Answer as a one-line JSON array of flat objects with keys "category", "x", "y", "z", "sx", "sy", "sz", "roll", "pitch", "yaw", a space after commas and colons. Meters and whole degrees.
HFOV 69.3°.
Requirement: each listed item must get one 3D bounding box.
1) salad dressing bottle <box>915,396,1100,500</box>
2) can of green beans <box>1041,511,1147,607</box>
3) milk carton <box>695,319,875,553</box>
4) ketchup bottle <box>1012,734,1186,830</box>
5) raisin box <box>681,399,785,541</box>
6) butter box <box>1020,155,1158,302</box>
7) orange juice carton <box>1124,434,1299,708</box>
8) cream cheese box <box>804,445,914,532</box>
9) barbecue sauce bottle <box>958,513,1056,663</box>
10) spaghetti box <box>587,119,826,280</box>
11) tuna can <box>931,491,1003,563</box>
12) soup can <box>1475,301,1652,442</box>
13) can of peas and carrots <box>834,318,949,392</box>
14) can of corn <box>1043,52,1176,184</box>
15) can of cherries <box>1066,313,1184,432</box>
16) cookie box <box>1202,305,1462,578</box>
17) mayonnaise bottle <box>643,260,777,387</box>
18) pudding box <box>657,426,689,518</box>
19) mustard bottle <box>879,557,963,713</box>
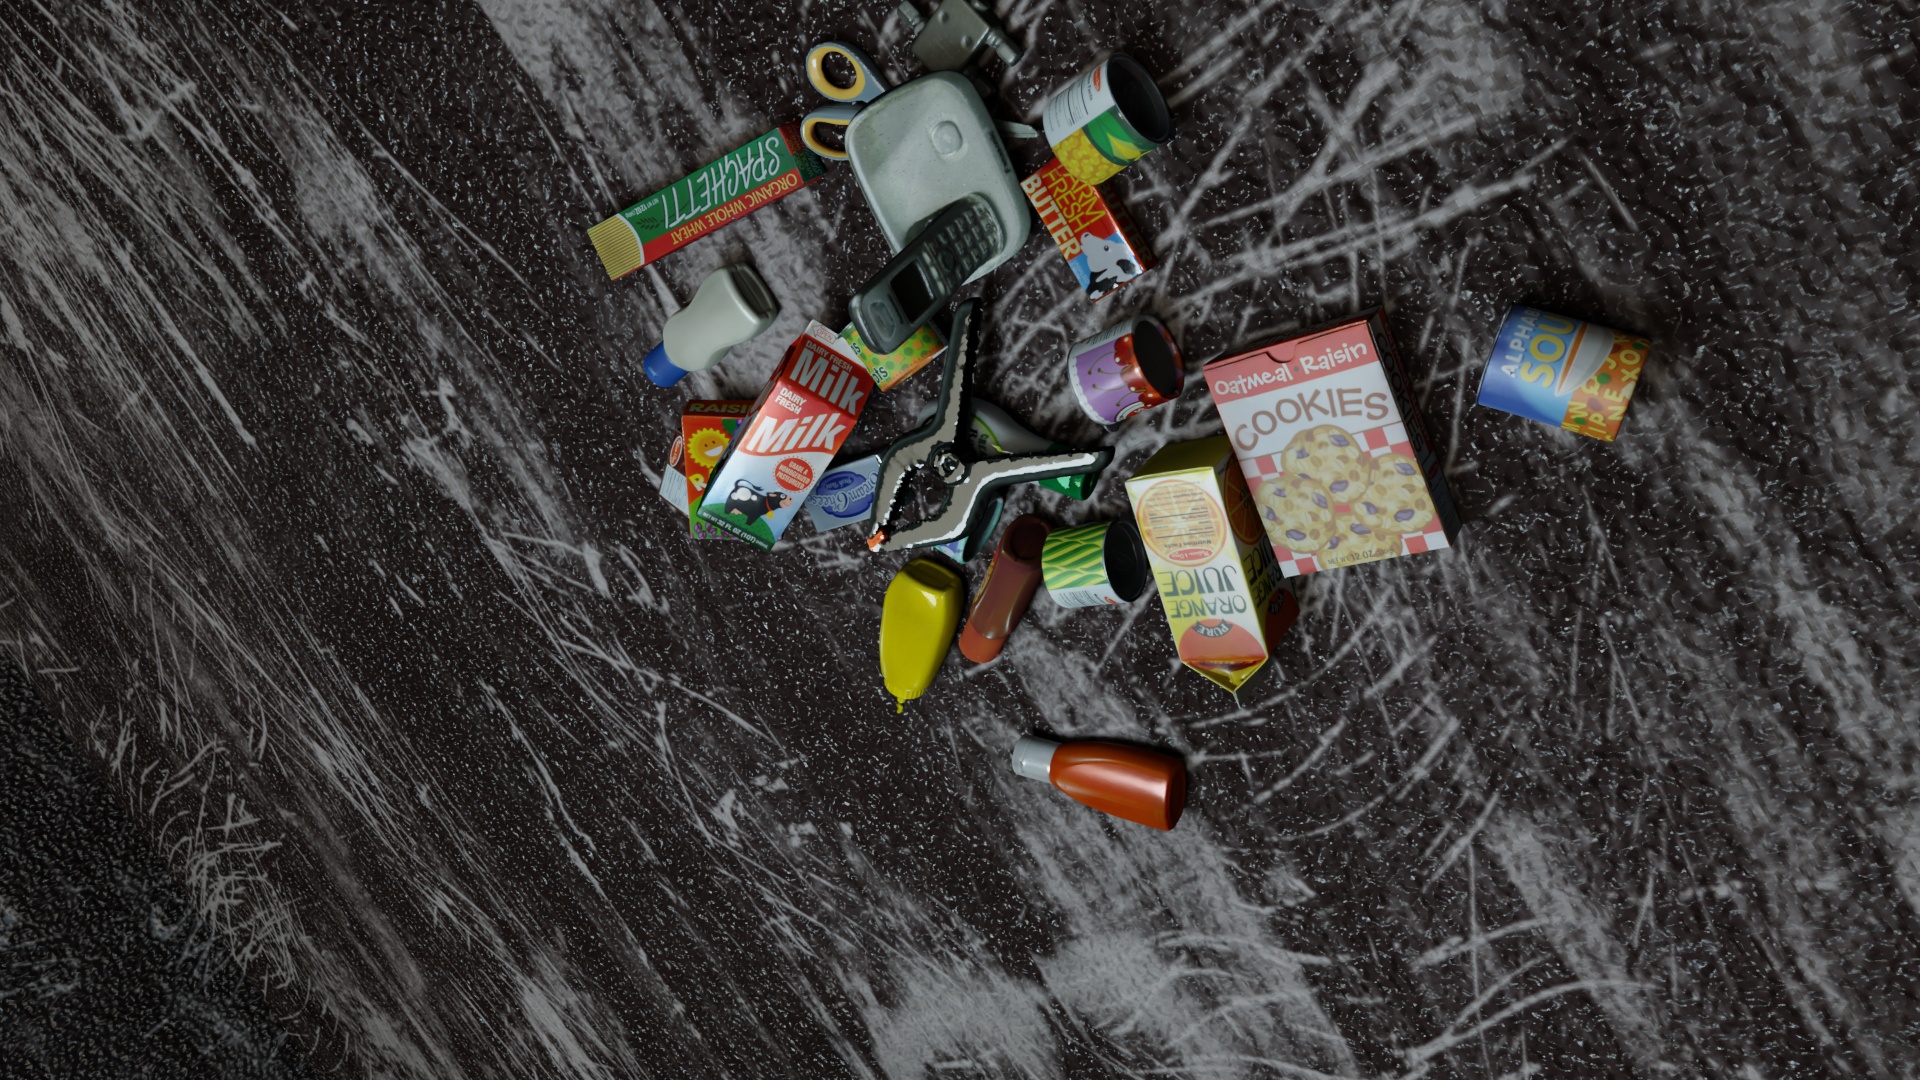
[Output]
[{"category": "salad dressing bottle", "x": 0.037, "y": -0.071, "z": 1.093, "sx": 0.148, "sy": 0.044, "sz": 0.064, "roll": 20, "pitch": 116, "yaw": 23}, {"category": "can of green beans", "x": 0.105, "y": 0.018, "z": 1.084, "sx": 0.057, "sy": 0.071, "sz": 0.071, "roll": -8, "pitch": 110, "yaw": 36}, {"category": "milk carton", "x": -0.140, "y": -0.091, "z": 1.150, "sx": 0.072, "sy": 0.074, "sz": 0.189, "roll": 30, "pitch": 116, "yaw": -16}, {"category": "ketchup bottle", "x": 0.117, "y": 0.201, "z": 1.191, "sx": 0.149, "sy": 0.044, "sz": 0.064, "roll": 11, "pitch": 119, "yaw": 28}, {"category": "raisin box", "x": -0.199, "y": -0.062, "z": 1.234, "sx": 0.086, "sy": 0.040, "sz": 0.122, "roll": 2, "pitch": 120, "yaw": 0}, {"category": "butter box", "x": 0.091, "y": -0.226, "z": 0.986, "sx": 0.053, "sy": 0.024, "sz": 0.103, "roll": -26, "pitch": 99, "yaw": 40}, {"category": "orange juice carton", "x": 0.193, "y": 0.024, "z": 1.026, "sx": 0.073, "sy": 0.072, "sz": 0.192, "roll": -8, "pitch": 110, "yaw": 36}, {"category": "cream cheese box", "x": -0.093, "y": -0.044, "z": 1.206, "sx": 0.103, "sy": 0.024, "sz": 0.053, "roll": -14, "pitch": 107, "yaw": 37}, {"category": "barbecue sauce bottle", "x": 0.036, "y": 0.046, "z": 1.149, "sx": 0.044, "sy": 0.065, "sz": 0.147, "roll": 29, "pitch": 137, "yaw": 6}, {"category": "spaghetti box", "x": -0.216, "y": -0.279, "z": 1.153, "sx": 0.249, "sy": 0.029, "sz": 0.050, "roll": -14, "pitch": 107, "yaw": 38}, {"category": "tuna can", "x": 0.004, "y": -0.014, "z": 1.130, "sx": 0.033, "sy": 0.071, "sz": 0.070, "roll": 30, "pitch": 128, "yaw": 15}, {"category": "soup can", "x": 0.366, "y": -0.104, "z": 0.844, "sx": 0.084, "sy": 0.072, "sz": 0.071, "roll": 20, "pitch": 125, "yaw": 22}, {"category": "can of peas and carrots", "x": -0.053, "y": -0.156, "z": 1.088, "sx": 0.070, "sy": 0.071, "sz": 0.058, "roll": -33, "pitch": 95, "yaw": 40}, {"category": "can of corn", "x": 0.099, "y": -0.278, "z": 0.926, "sx": 0.058, "sy": 0.071, "sz": 0.071, "roll": -25, "pitch": 100, "yaw": 40}, {"category": "can of cherries", "x": 0.120, "y": -0.120, "z": 0.997, "sx": 0.058, "sy": 0.072, "sz": 0.071, "roll": -21, "pitch": 103, "yaw": 38}, {"category": "cookie box", "x": 0.255, "y": -0.064, "z": 0.957, "sx": 0.122, "sy": 0.040, "sz": 0.167, "roll": -14, "pitch": 107, "yaw": 37}, {"category": "mayonnaise bottle", "x": -0.222, "y": -0.181, "z": 1.204, "sx": 0.147, "sy": 0.041, "sz": 0.064, "roll": -29, "pitch": 96, "yaw": 41}, {"category": "pudding box", "x": -0.247, "y": -0.063, "z": 1.291, "sx": 0.050, "sy": 0.030, "sz": 0.083, "roll": 35, "pitch": 129, "yaw": 13}, {"category": "mustard bottle", "x": -0.041, "y": 0.091, "z": 1.230, "sx": 0.065, "sy": 0.049, "sz": 0.159, "roll": 28, "pitch": 128, "yaw": 18}]
